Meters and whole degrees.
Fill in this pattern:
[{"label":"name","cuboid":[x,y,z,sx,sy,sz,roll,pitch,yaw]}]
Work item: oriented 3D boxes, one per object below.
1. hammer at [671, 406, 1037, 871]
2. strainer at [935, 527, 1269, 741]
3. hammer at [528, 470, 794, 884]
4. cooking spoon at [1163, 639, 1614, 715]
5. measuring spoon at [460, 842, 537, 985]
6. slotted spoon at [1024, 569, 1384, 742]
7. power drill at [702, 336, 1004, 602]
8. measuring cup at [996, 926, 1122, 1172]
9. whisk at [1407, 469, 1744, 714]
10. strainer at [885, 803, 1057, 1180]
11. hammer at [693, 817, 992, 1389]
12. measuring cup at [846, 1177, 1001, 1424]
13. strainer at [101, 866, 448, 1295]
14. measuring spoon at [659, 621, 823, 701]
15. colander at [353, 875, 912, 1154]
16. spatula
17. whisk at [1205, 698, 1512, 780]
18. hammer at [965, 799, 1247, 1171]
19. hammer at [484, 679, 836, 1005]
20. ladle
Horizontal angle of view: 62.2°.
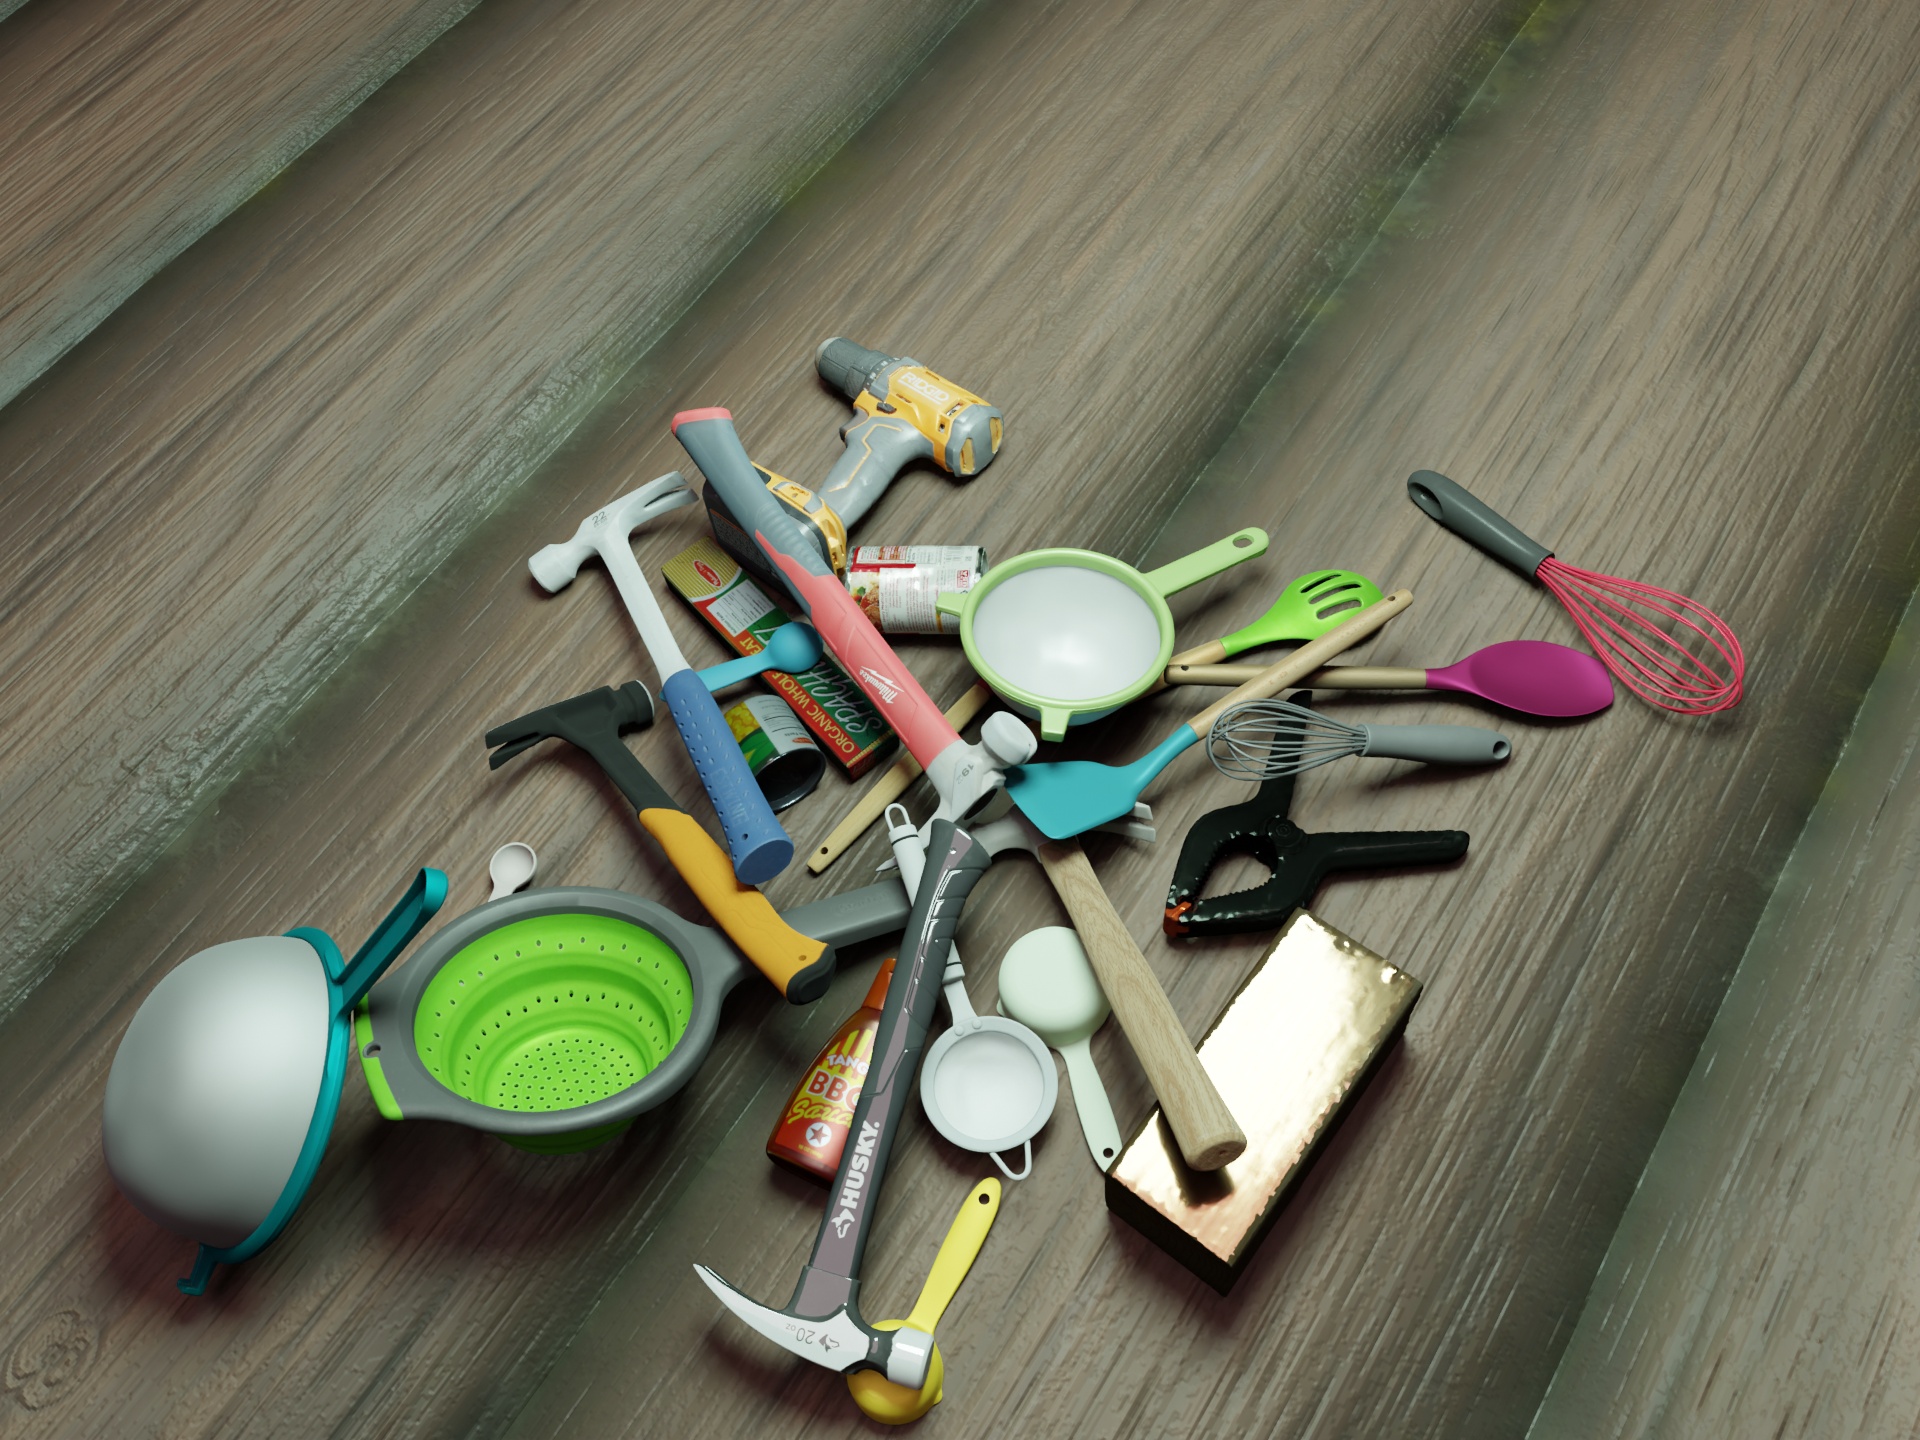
[{"label":"hammer","cuboid":[-0.107,-0.075,1.141,0.143,0.038,0.387,-47,67,22]},{"label":"strainer","cuboid":[0.118,-0.070,1.156,0.256,0.069,0.152,-26,57,-22]},{"label":"hammer","cuboid":[-0.203,-0.039,1.150,0.144,0.035,0.406,-35,48,2]},{"label":"cooking spoon","cuboid":[0.304,-0.030,1.132,0.319,0.017,0.069,1,53,-1]},{"label":"measuring spoon","cuboid":[-0.331,0.147,1.131,0.034,0.018,0.124,9,68,13]},{"label":"slotted spoon","cuboid":[0.170,-0.041,1.170,0.314,0.031,0.070,-23,54,-5]},{"label":"power drill","cuboid":[-0.103,-0.216,1.283,0.185,0.084,0.226,35,65,27]},{"label":"measuring cup","cuboid":[0.074,0.208,1.023,0.083,0.038,0.168,-16,56,-2]},{"label":"whisk","cuboid":[0.439,-0.102,1.154,0.073,0.073,0.296,-36,56,-14]},{"label":"strainer","cuboid":[-0.003,0.172,1.031,0.087,0.050,0.259,-17,71,-7]},{"label":"hammer","cuboid":[-0.049,0.218,0.976,0.146,0.035,0.335,12,69,11]},{"label":"measuring cup","cuboid":[-0.017,0.344,0.957,0.062,0.029,0.156,22,67,19]},{"label":"strainer","cuboid":[-0.431,0.185,0.960,0.340,0.095,0.211,-44,45,28]},{"label":"measuring spoon","cuboid":[-0.164,-0.043,1.181,0.128,0.021,0.042,-20,59,-5]},{"label":"colander","cuboid":[-0.183,0.189,1.048,0.397,0.094,0.205,-14,41,-22]},{"label":"spatula","cuboid":[0.179,-0.012,1.092,0.317,0.044,0.082,-32,42,-7]},{"label":"whisk","cuboid":[0.272,0.016,1.073,0.239,0.055,0.055,2,56,-19]},{"label":"hammer","cuboid":[0.099,0.147,0.992,0.130,0.031,0.332,-19,36,-6]},{"label":"hammer","cuboid":[-0.197,0.082,1.080,0.127,0.034,0.337,-22,44,-31]},{"label":"ladle","cuboid":[-0.002,-0.004,1.171,0.069,0.031,0.315,36,71,23]}]
